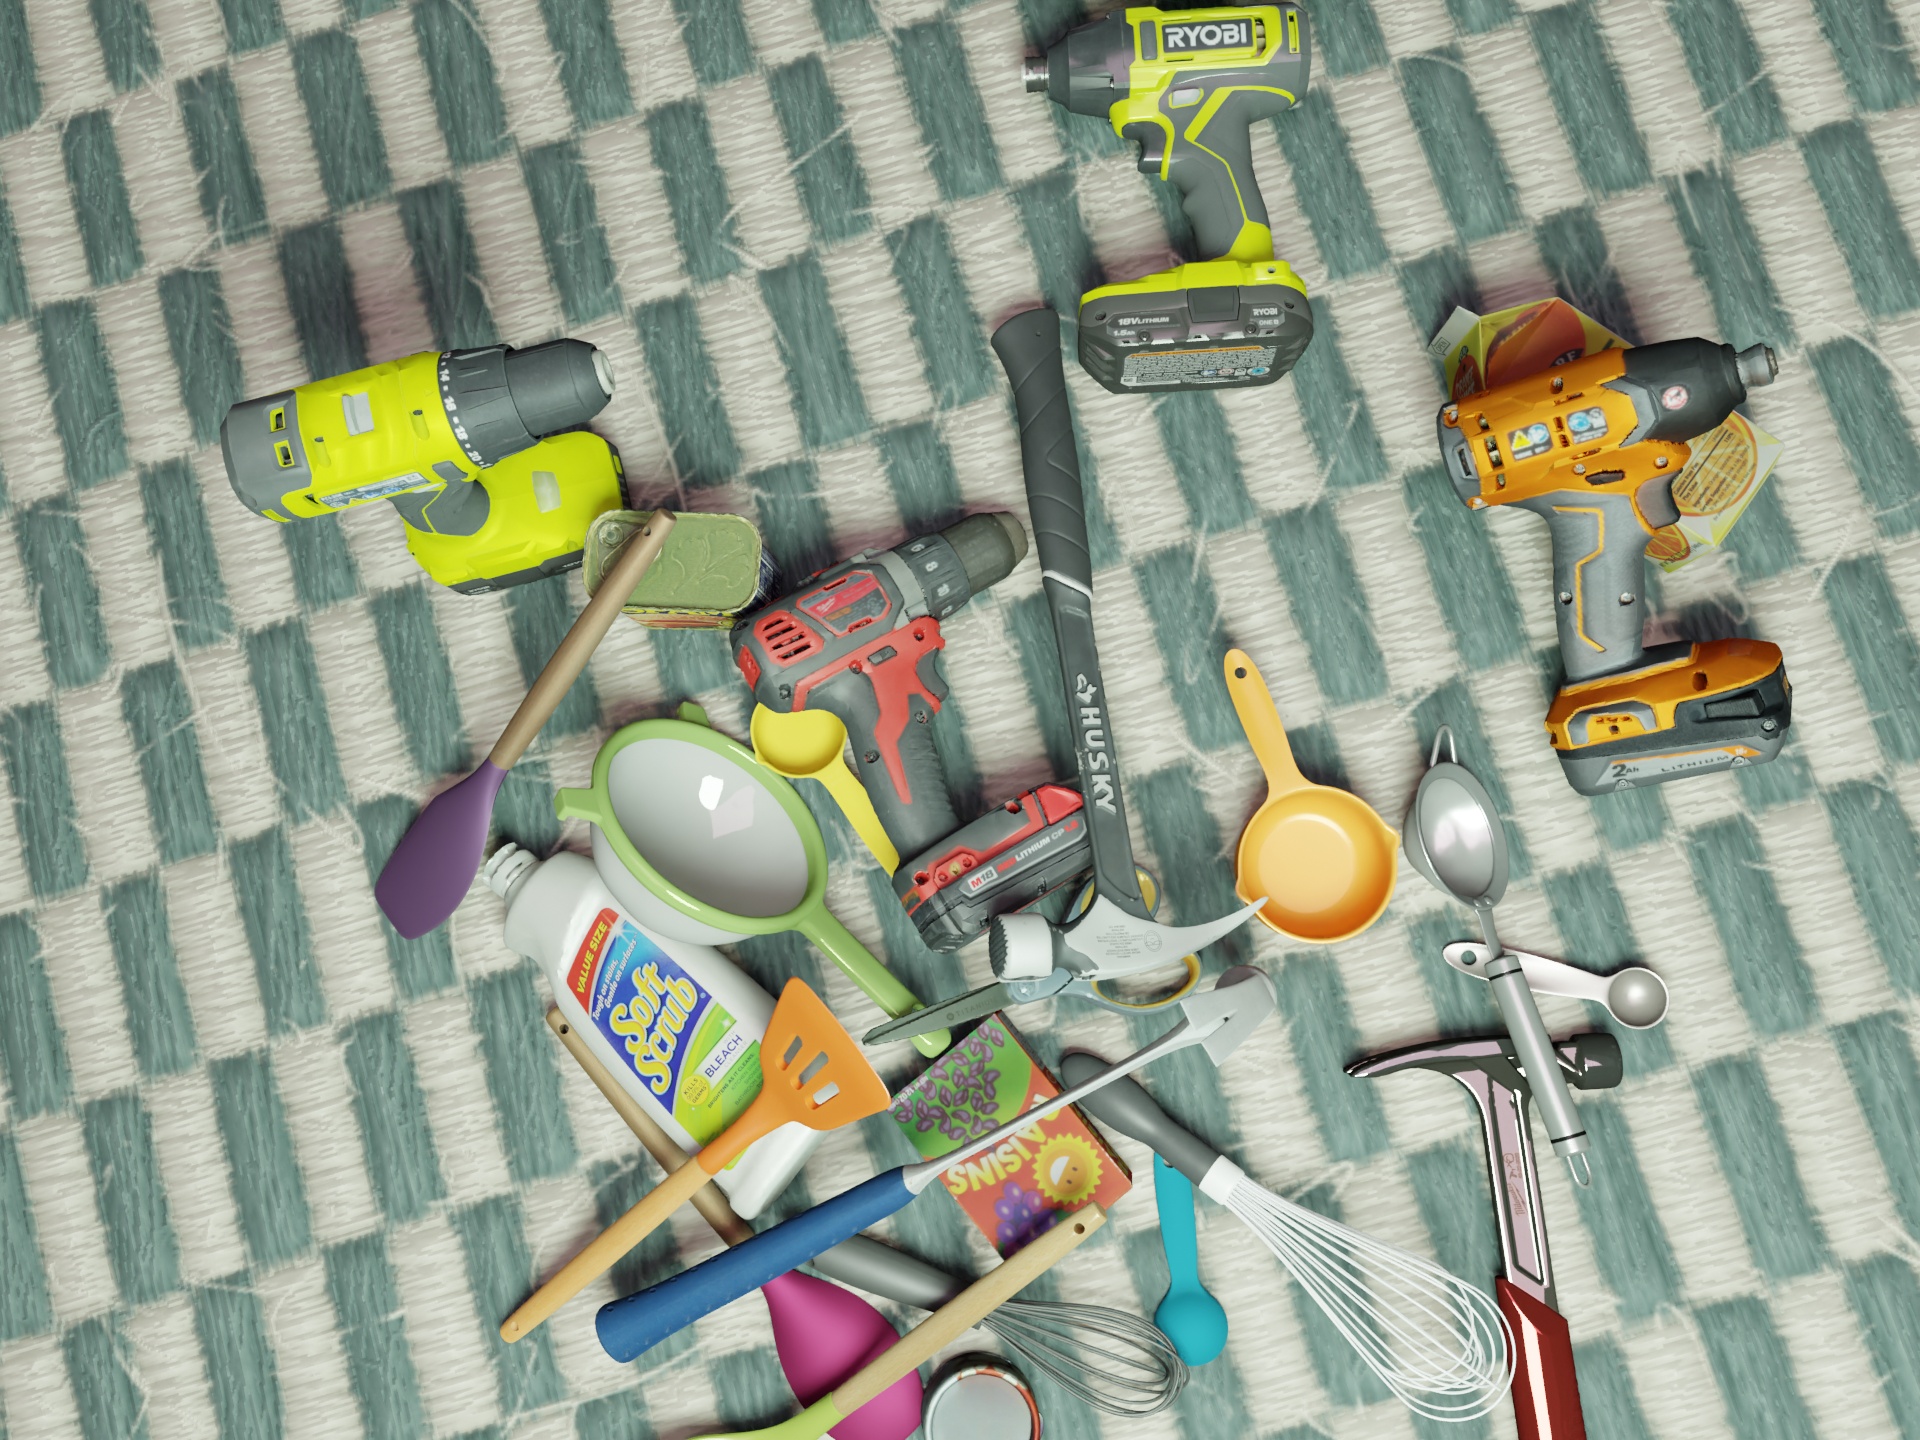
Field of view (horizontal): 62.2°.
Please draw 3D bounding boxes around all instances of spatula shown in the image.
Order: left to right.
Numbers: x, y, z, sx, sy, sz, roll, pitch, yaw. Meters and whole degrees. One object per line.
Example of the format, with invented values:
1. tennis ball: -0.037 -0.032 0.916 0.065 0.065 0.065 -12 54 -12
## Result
1. spatula: -0.250 0.006 0.911 0.060 0.018 0.316 45 110 21
2. spatula: -0.157 0.255 0.859 0.322 0.041 0.081 -43 79 21

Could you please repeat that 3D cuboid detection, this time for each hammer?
1. hammer: -0.019 0.236 0.836 0.405 0.144 0.035 -30 79 10
2. hammer: 0.068 -0.057 0.891 0.149 0.036 0.409 0 67 -15
3. hammer: 0.308 0.355 0.870 0.149 0.036 0.359 -6 82 4

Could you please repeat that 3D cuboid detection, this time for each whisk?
1. whisk: 0.012 0.330 0.891 0.239 0.055 0.055 18 85 9
2. whisk: 0.168 0.271 0.866 0.285 0.070 0.070 34 87 21

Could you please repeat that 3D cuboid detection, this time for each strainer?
1. strainer: -0.116 0.111 0.905 0.256 0.151 0.069 44 119 0
2. strainer: 0.294 0.130 0.879 0.050 0.086 0.259 -34 65 44

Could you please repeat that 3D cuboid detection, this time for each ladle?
1. ladle: -0.049 0.360 0.858 0.320 0.062 0.078 -40 85 11

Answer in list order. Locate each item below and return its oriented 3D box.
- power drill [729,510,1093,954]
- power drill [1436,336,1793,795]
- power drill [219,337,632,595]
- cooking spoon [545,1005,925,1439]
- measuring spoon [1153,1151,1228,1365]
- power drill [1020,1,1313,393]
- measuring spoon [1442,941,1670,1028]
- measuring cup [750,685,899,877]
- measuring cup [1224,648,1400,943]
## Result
1. power drill: -0.001 -0.003 0.910 0.188 0.080 0.227 -29 80 -18
2. power drill: 0.366 -0.086 0.843 0.164 0.084 0.226 -16 102 32
3. power drill: -0.261 -0.141 0.876 0.190 0.228 0.080 -14 82 2
4. cooking spoon: -0.136 0.290 0.920 0.069 0.017 0.319 -41 83 -1
5. measuring spoon: 0.125 0.300 0.897 0.042 0.021 0.129 -7 83 3
6. power drill: 0.125 -0.315 0.948 0.171 0.080 0.223 -3 79 3
7. measuring spoon: 0.338 0.147 0.907 0.124 0.018 0.034 13 84 13
8. measuring cup: -0.066 0.045 0.946 0.062 0.029 0.156 -38 94 -11
9. measuring cup: 0.185 0.043 0.910 0.095 0.052 0.174 -20 80 2
